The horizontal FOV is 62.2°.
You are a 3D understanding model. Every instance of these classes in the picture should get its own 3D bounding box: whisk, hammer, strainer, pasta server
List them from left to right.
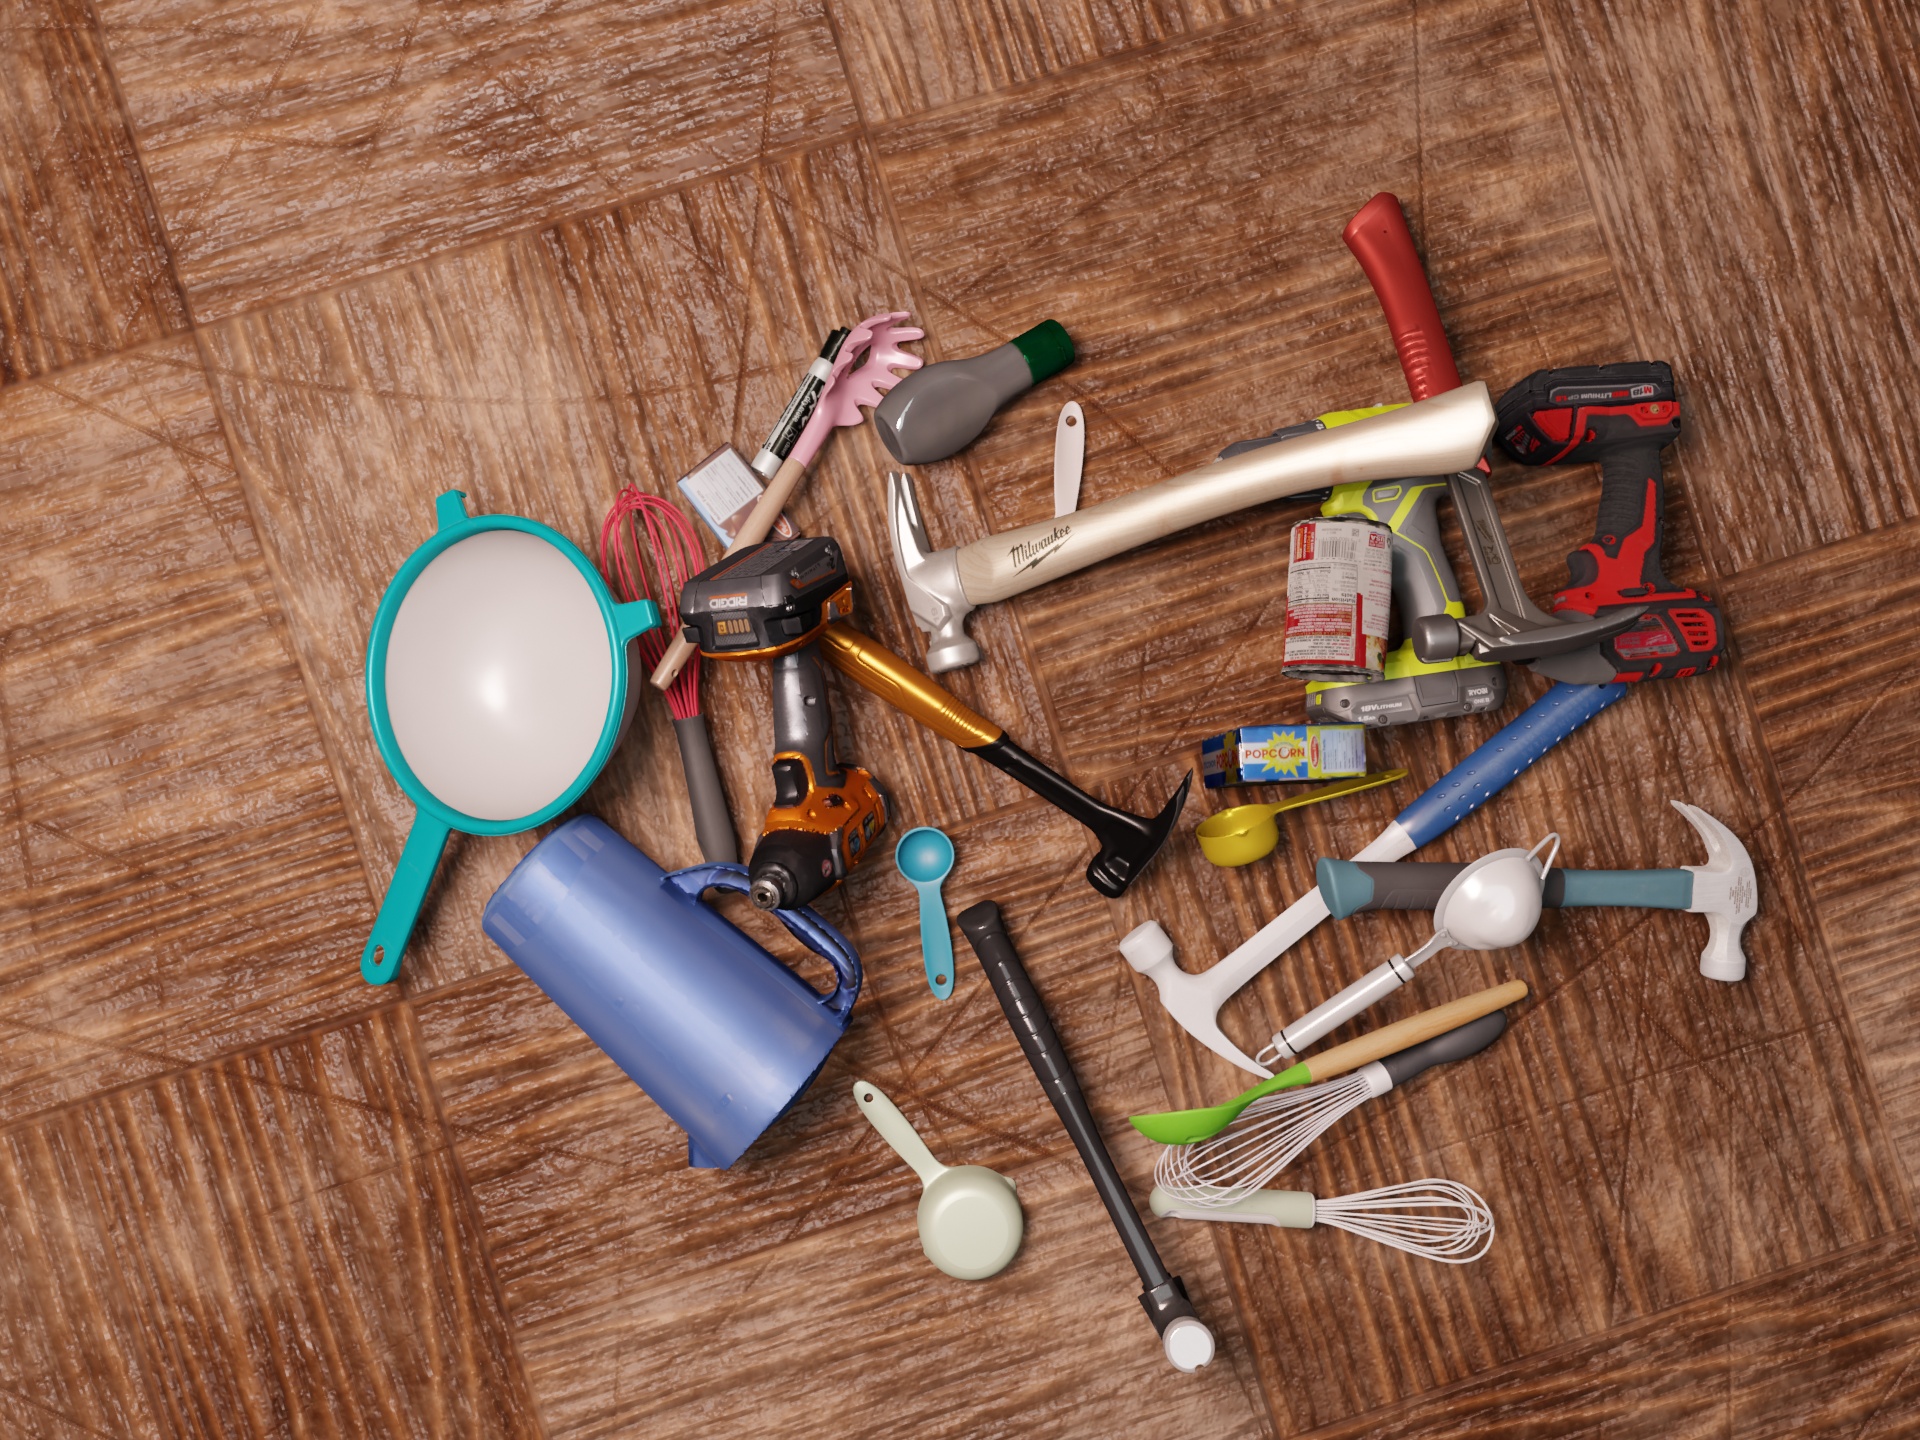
[{"bbox_3d":[-0.318,0.027,1.093,0.211,0.095,0.340,29,102,21],"label":"strainer"},{"bbox_3d":[-0.196,-0.021,1.117,0.073,0.073,0.296,-13,95,-3],"label":"whisk"},{"bbox_3d":[-0.122,-0.154,1.100,0.040,0.060,0.316,21,74,34],"label":"pasta server"},{"bbox_3d":[-0.002,-0.004,1.109,0.337,0.127,0.034,33,46,3],"label":"hammer"},{"bbox_3d":[0.082,0.279,1.107,0.035,0.146,0.335,-26,79,-3],"label":"hammer"},{"bbox_3d":[0.142,-0.153,1.056,0.410,0.038,0.146,-16,90,24],"label":"hammer"},{"bbox_3d":[0.258,0.352,1.138,0.246,0.057,0.059,3,57,2],"label":"whisk"},{"bbox_3d":[0.267,0.269,1.130,0.284,0.070,0.070,-23,91,-10],"label":"whisk"},{"bbox_3d":[0.315,0.094,1.148,0.405,0.035,0.144,-38,91,-2],"label":"hammer"},{"bbox_3d":[0.310,0.167,1.088,0.258,0.050,0.086,-37,127,13],"label":"strainer"},{"bbox_3d":[0.341,-0.209,1.087,0.149,0.036,0.359,-9,68,-4],"label":"hammer"},{"bbox_3d":[0.410,0.120,1.126,0.331,0.033,0.128,2,96,-10],"label":"hammer"}]

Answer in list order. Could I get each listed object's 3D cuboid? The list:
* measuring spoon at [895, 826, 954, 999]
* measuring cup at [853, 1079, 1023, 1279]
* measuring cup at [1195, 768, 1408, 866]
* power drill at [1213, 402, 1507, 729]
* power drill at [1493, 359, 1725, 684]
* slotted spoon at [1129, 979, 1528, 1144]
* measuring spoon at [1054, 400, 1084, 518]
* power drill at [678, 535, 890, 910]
[{"bbox_3d":[-0.021,0.137,1.145,0.042,0.021,0.128,-7,99,-2],"label":"measuring spoon"},{"bbox_3d":[-0.021,0.324,1.127,0.083,0.038,0.167,-39,93,-2],"label":"measuring cup"},{"bbox_3d":[0.246,0.069,1.130,0.156,0.062,0.029,-17,102,2],"label":"measuring cup"},{"bbox_3d":[0.288,-0.109,1.130,0.190,0.080,0.228,-8,87,-3],"label":"power drill"},{"bbox_3d":[0.446,-0.133,1.121,0.143,0.078,0.220,-6,82,-3],"label":"power drill"},{"bbox_3d":[0.262,0.235,1.102,0.313,0.070,0.031,-17,77,-16],"label":"slotted spoon"},{"bbox_3d":[0.077,-0.170,1.153,0.034,0.018,0.124,5,82,-2],"label":"measuring spoon"},{"bbox_3d":[-0.113,0.008,1.039,0.084,0.164,0.226,-4,109,19],"label":"power drill"}]
